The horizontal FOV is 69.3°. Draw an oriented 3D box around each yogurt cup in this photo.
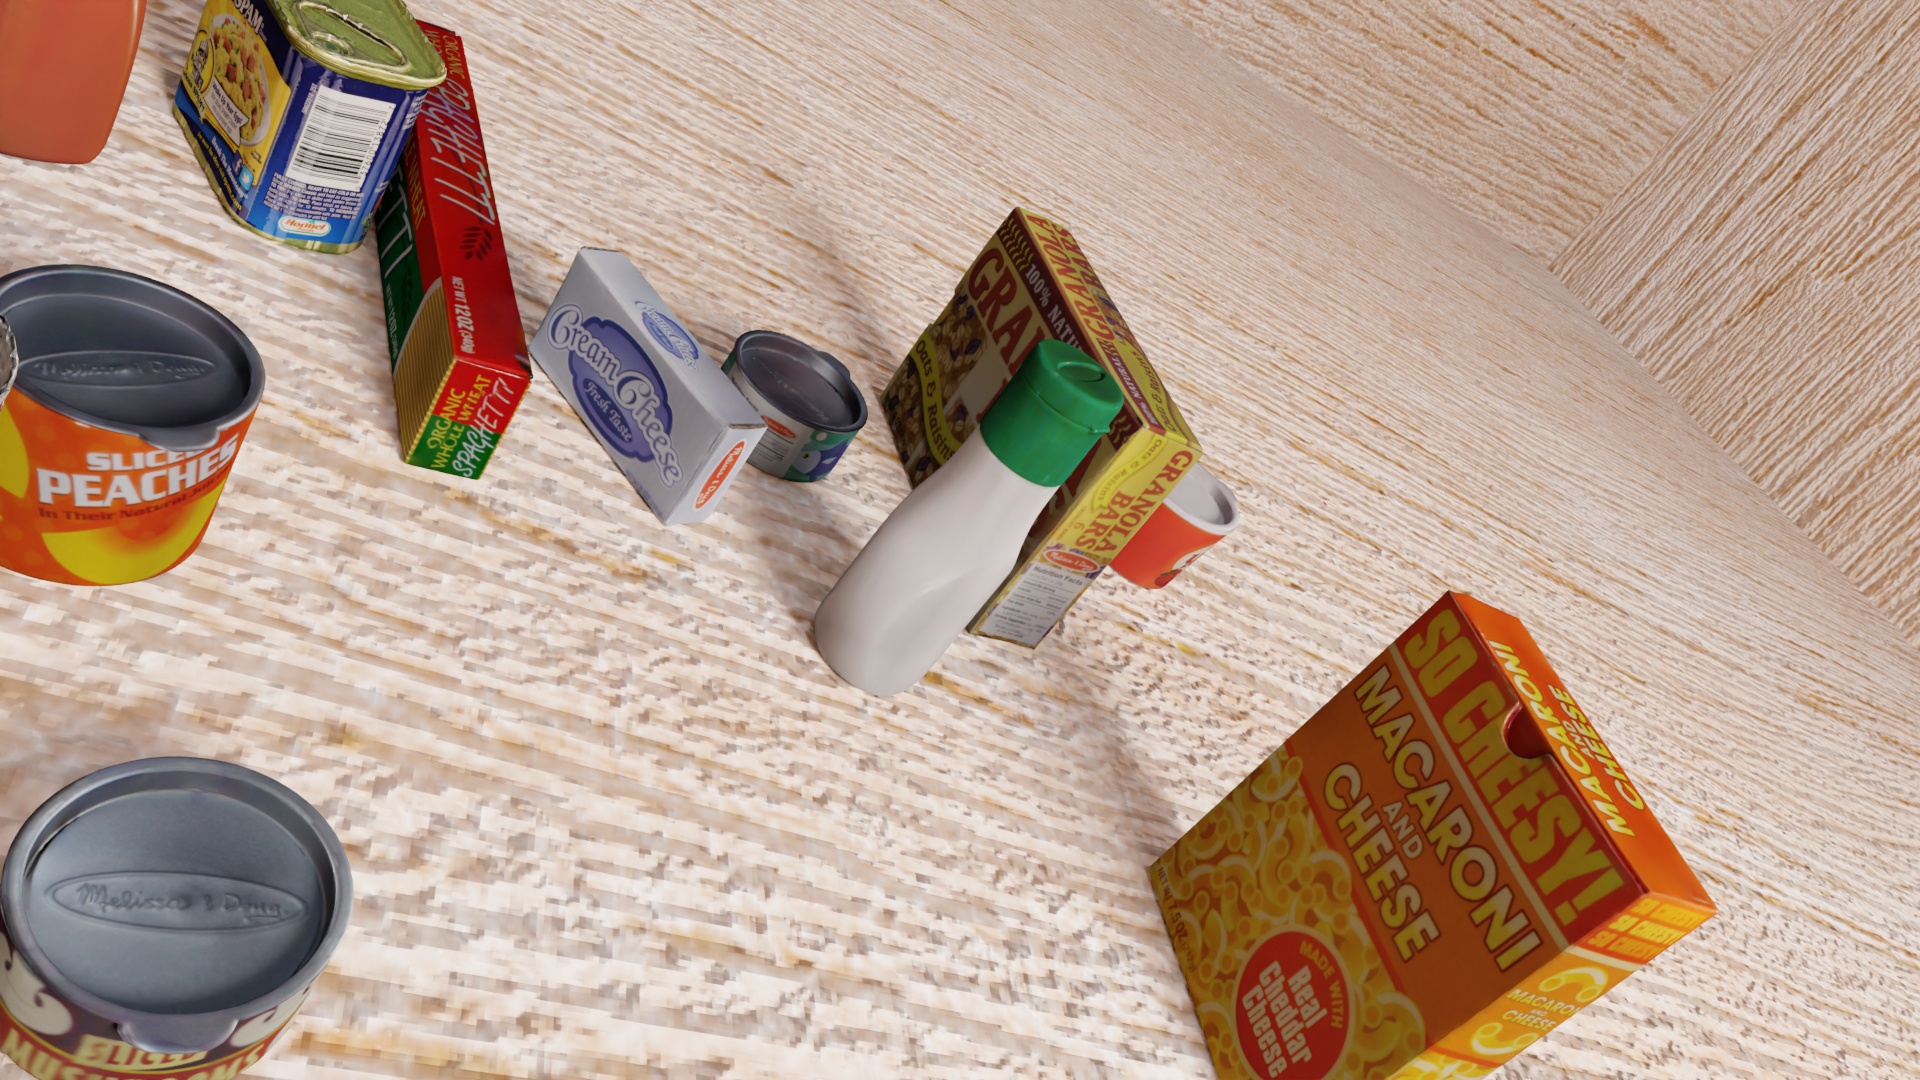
[{"bbox_3d":[0.102,-0.012,0.722,0.072,0.053,0.073,28,30,-18],"label":"yogurt cup"}]

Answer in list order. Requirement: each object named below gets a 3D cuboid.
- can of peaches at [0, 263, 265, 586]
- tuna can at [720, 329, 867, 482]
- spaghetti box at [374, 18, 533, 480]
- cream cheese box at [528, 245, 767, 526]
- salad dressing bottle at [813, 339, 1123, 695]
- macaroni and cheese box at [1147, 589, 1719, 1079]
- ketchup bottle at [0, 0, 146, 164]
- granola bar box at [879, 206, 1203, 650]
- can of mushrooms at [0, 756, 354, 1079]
[{"bbox_3d":[-0.227,-0.028,0.367,0.071,0.057,0.071,28,30,-18],"label":"can of peaches"},{"bbox_3d":[-0.076,-0.060,0.611,0.071,0.032,0.071,28,30,-18],"label":"tuna can"},{"bbox_3d":[-0.205,-0.125,0.542,0.029,0.050,0.251,14,37,-38],"label":"spaghetti box"},{"bbox_3d":[-0.123,-0.060,0.536,0.104,0.053,0.024,49,30,19],"label":"cream cheese box"},{"bbox_3d":[0.002,-0.006,0.503,0.064,0.147,0.044,-7,52,-53],"label":"salad dressing bottle"},{"bbox_3d":[0.143,0.117,0.465,0.040,0.165,0.124,21,33,-29],"label":"macaroni and cheese box"},{"bbox_3d":[-0.290,-0.194,0.441,0.065,0.148,0.044,11,38,-40],"label":"ketchup bottle"},{"bbox_3d":[0.028,-0.054,0.626,0.039,0.123,0.166,17,35,-34],"label":"granola bar box"},{"bbox_3d":[-0.169,0.084,0.296,0.071,0.033,0.071,28,30,-18],"label":"can of mushrooms"}]
